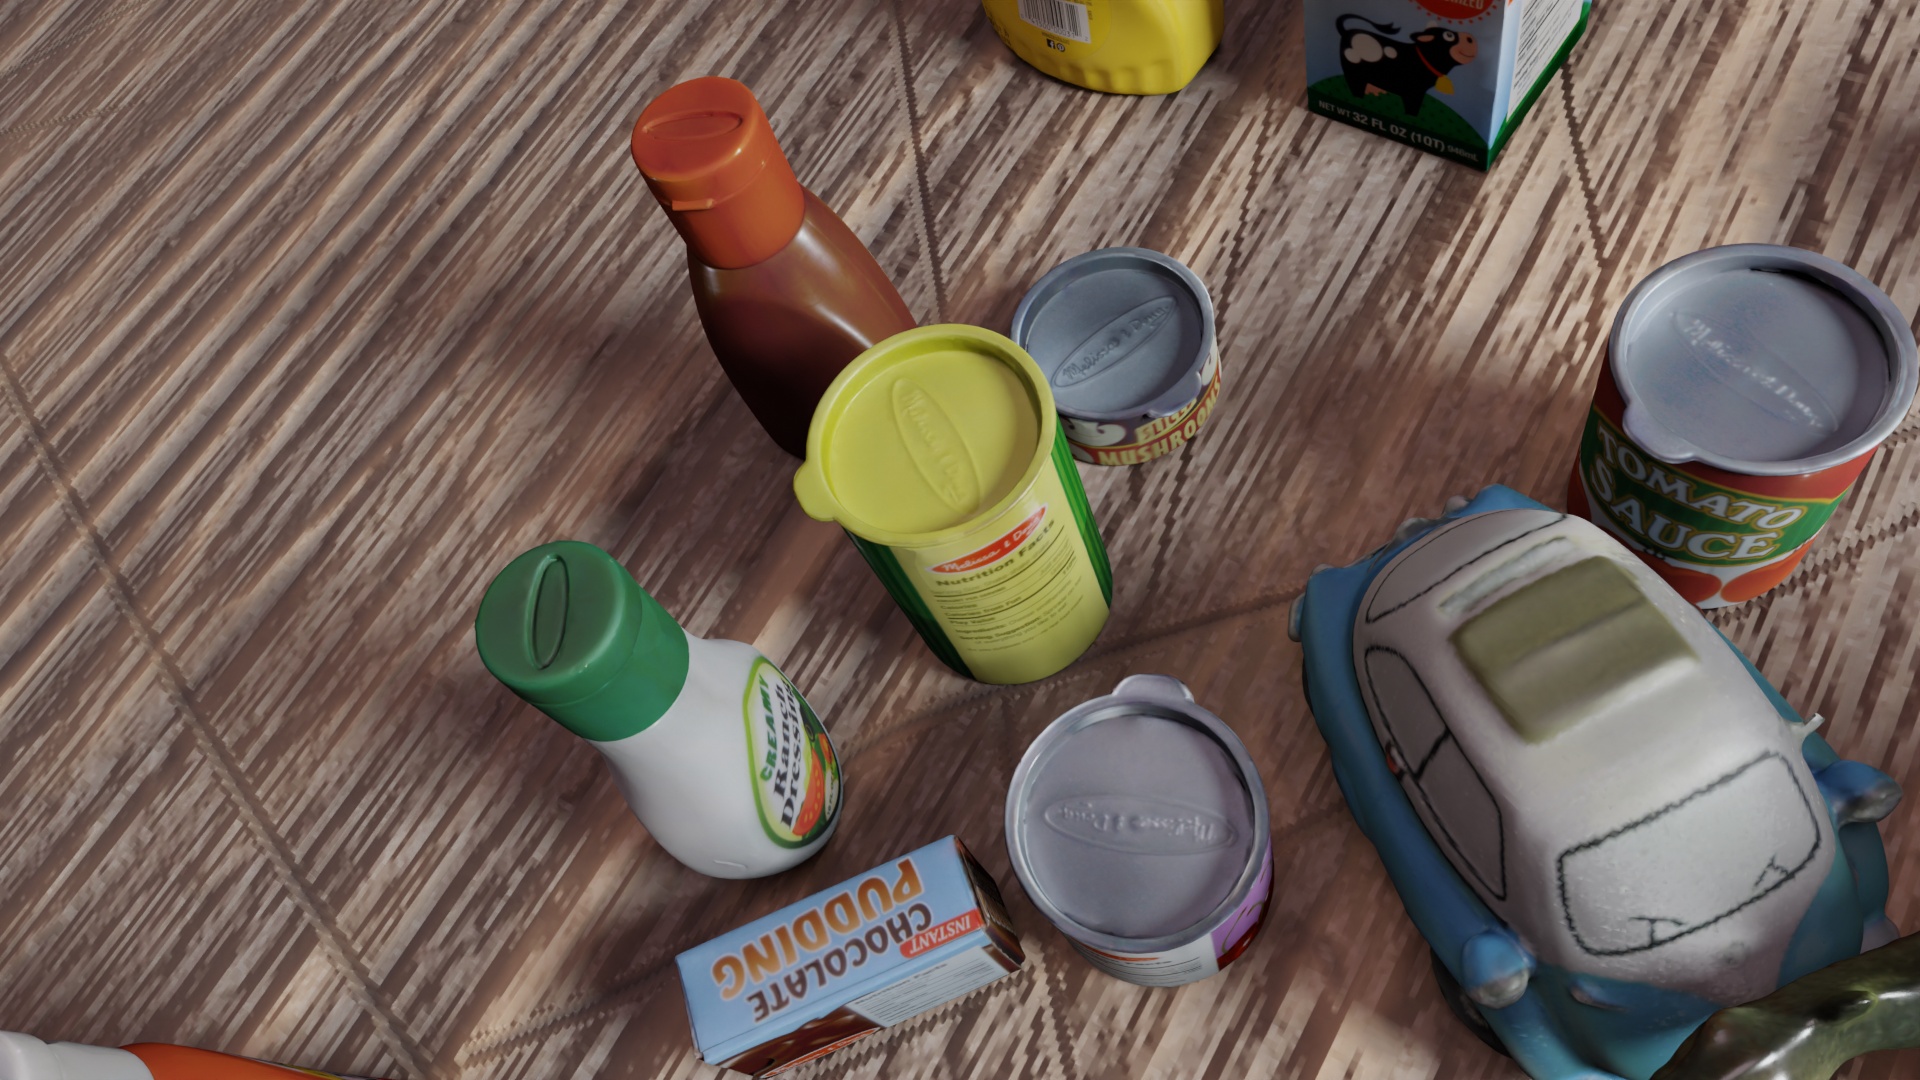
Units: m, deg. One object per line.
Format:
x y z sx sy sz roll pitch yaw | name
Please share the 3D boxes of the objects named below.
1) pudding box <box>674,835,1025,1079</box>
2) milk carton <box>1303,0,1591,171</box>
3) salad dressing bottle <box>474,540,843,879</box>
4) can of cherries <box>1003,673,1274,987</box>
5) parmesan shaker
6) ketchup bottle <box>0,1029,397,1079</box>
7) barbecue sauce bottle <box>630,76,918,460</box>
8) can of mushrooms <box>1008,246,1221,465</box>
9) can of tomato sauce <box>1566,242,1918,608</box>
-0.029 0.115 0.378 0.084 0.049 0.030 -25 60 2 | pudding box
0.150 -0.209 0.415 0.072 0.190 0.073 31 75 26 | milk carton
-0.074 0.048 0.368 0.044 0.147 0.064 -9 62 11 | salad dressing bottle
0.051 0.078 0.370 0.071 0.058 0.072 -6 62 12 | can of cherries
0.001 -0.005 0.400 0.071 0.102 0.071 -6 62 12 | parmesan shaker
-0.188 0.151 0.345 0.065 0.148 0.044 -6 63 12 | ketchup bottle
-0.052 -0.075 0.425 0.065 0.148 0.044 1 64 16 | barbecue sauce bottle
0.052 -0.058 0.454 0.071 0.033 0.071 -6 62 12 | can of mushrooms
0.200 -0.026 0.369 0.071 0.082 0.071 -6 62 12 | can of tomato sauce
